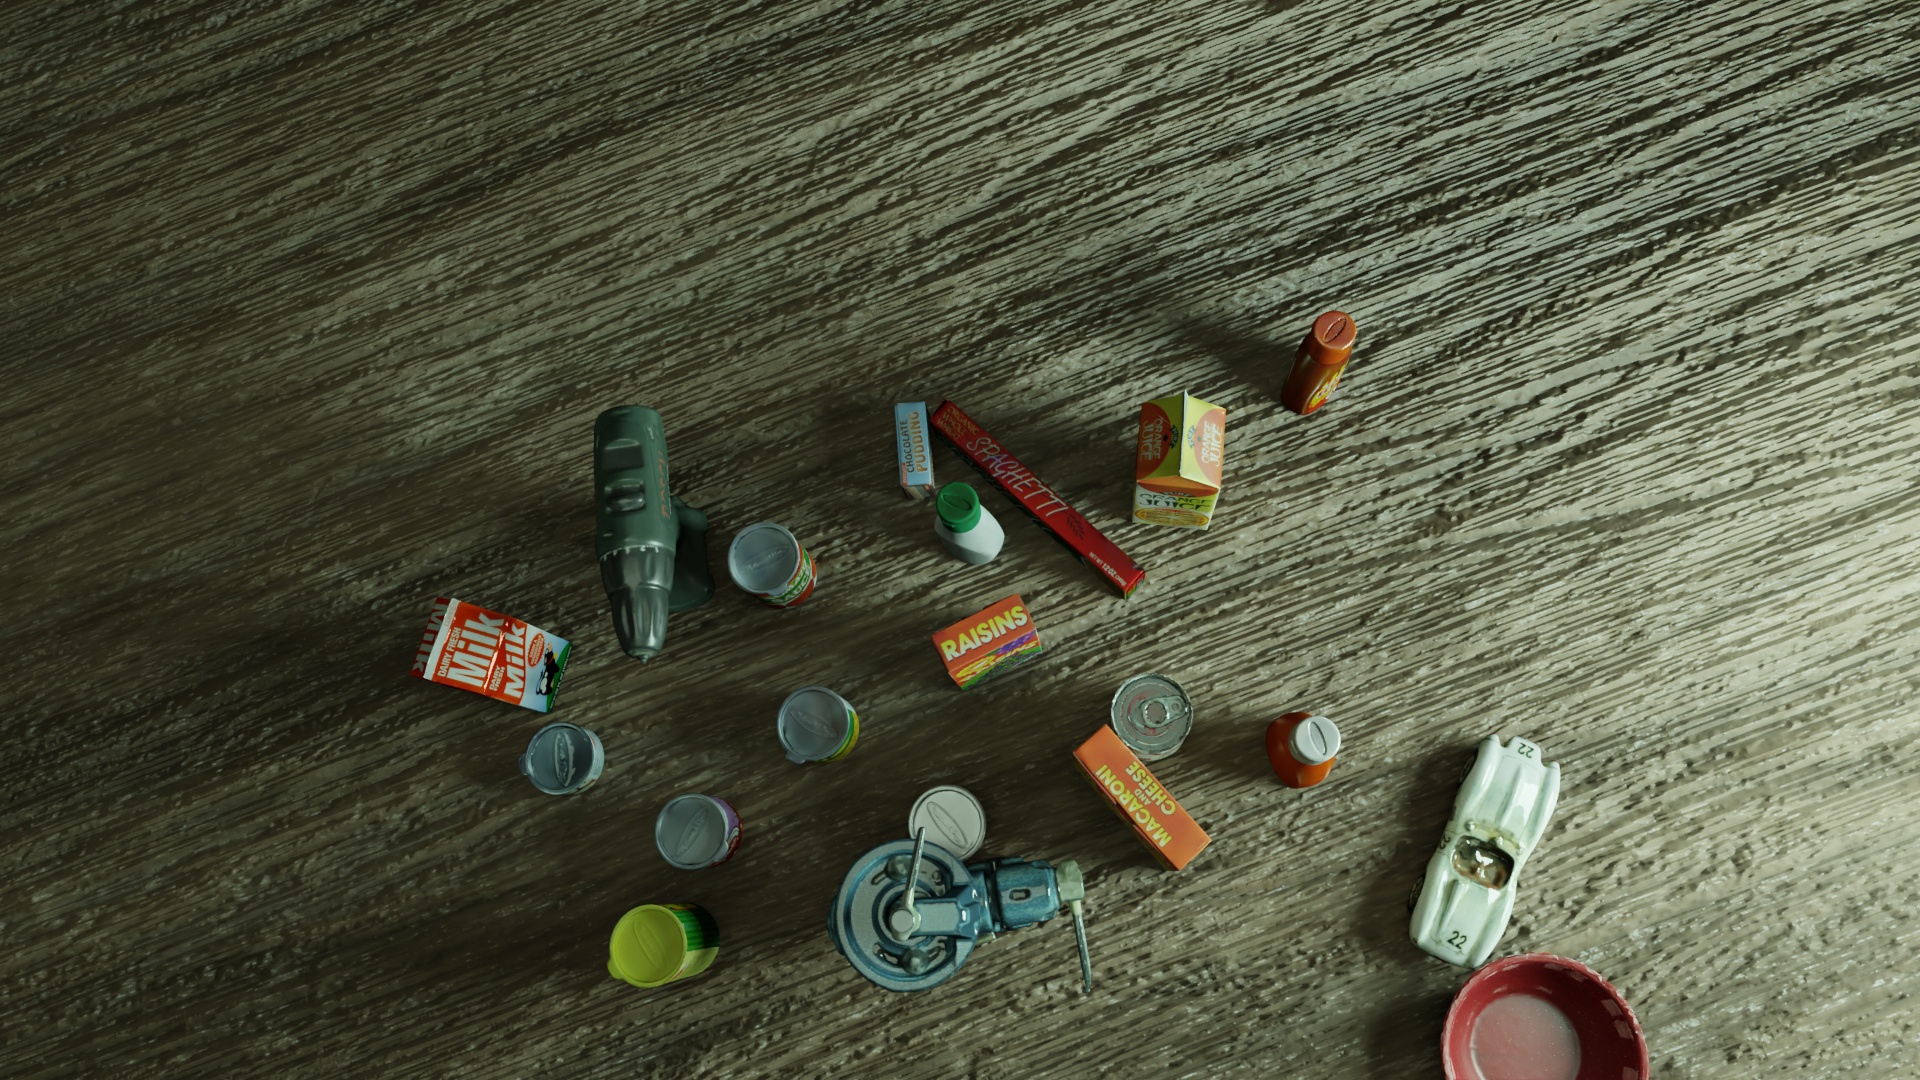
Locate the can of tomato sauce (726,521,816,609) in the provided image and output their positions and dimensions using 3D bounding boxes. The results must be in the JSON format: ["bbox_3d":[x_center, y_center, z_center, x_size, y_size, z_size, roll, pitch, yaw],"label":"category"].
[{"bbox_3d":[-0.171,0.026,1.282,0.071,0.083,0.071,-1,77,6],"label":"can of tomato sauce"}]

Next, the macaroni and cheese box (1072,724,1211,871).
[{"bbox_3d":[0.148,0.219,1.160,0.040,0.166,0.124,-41,76,-4],"label":"macaroni and cheese box"}]

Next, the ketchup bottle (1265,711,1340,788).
[{"bbox_3d":[0.288,0.173,1.166,0.043,0.148,0.065,-19,76,1],"label":"ketchup bottle"}]

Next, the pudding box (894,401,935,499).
[{"bbox_3d":[-0.043,-0.085,1.313,0.030,0.049,0.084,-6,76,5],"label":"pudding box"}]

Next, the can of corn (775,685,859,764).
[{"bbox_3d":[-0.129,0.170,1.255,0.071,0.058,0.071,-1,77,6],"label":"can of corn"}]

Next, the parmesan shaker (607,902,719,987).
[{"bbox_3d":[-0.256,0.349,1.202,0.071,0.103,0.071,-1,77,6],"label":"parmesan shaker"}]

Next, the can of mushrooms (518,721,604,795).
[{"bbox_3d":[-0.368,0.202,1.284,0.071,0.033,0.071,-1,76,6],"label":"can of mushrooms"}]

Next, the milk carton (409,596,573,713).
[{"bbox_3d":[-0.421,0.102,1.233,0.073,0.190,0.072,13,79,9],"label":"milk carton"}]

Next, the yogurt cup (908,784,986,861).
[{"bbox_3d":[-0.009,0.251,1.226,0.072,0.054,0.072,-1,77,6],"label":"yogurt cup"}]

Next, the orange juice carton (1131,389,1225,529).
[{"bbox_3d":[0.189,-0.068,1.211,0.073,0.192,0.072,5,78,7],"label":"orange juice carton"}]

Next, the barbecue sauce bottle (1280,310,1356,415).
[{"bbox_3d":[0.323,-0.162,1.244,0.044,0.148,0.065,40,84,13],"label":"barbecue sauce bottle"}]

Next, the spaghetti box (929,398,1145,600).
[{"bbox_3d":[0.069,-0.039,1.290,0.250,0.050,0.029,42,84,13],"label":"spaghetti box"}]

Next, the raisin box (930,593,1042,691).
[{"bbox_3d":[0.025,0.090,1.225,0.086,0.123,0.040,-26,76,-1],"label":"raisin box"}]

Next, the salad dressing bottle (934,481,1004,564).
[{"bbox_3d":[0.004,-0.016,1.241,0.064,0.147,0.044,25,81,11],"label":"salad dressing bottle"}]

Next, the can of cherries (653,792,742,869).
[{"bbox_3d":[-0.232,0.263,1.243,0.071,0.058,0.071,-1,77,6],"label":"can of cherries"}]
